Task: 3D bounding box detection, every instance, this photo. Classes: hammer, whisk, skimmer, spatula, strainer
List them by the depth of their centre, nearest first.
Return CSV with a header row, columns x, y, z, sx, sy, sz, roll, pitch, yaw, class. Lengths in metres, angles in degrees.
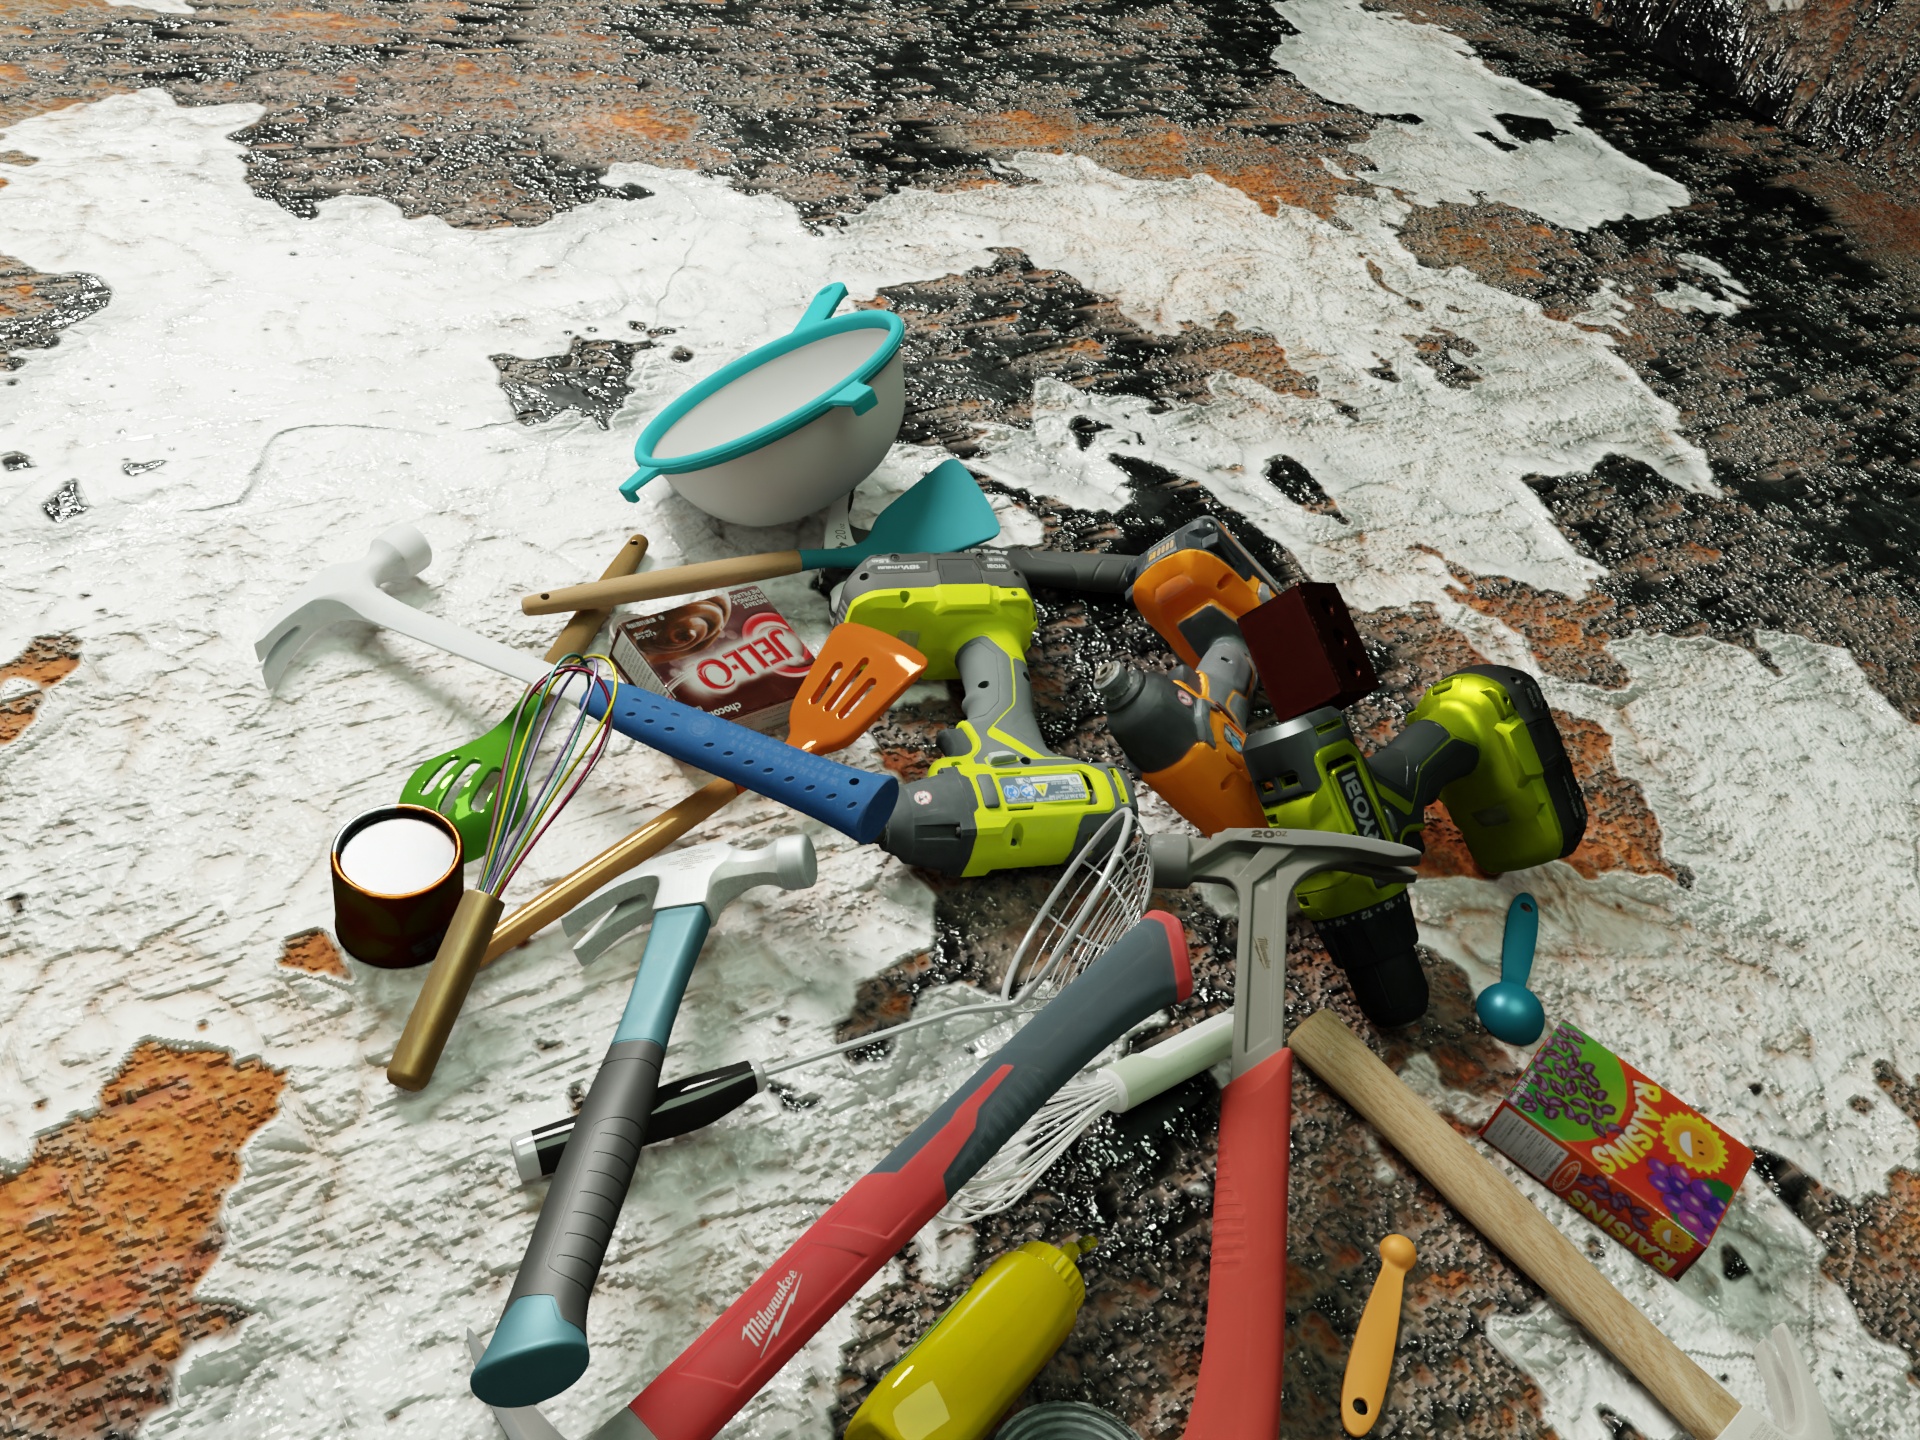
x,y,z,sx,sy,sz,roll,pitch,yaw,class
-0.036,0.207,0.739,0.143,0.038,0.386,38,60,23,hammer
-0.153,0.165,0.742,0.128,0.033,0.331,-9,31,11,hammer
0.157,0.211,0.796,0.149,0.036,0.359,3,53,10,hammer
-0.233,0.070,0.816,0.047,0.051,0.245,16,67,5,whisk
-0.058,0.137,0.826,0.363,0.127,0.090,-15,75,-21,skimmer
0.305,0.276,0.837,0.130,0.031,0.332,-24,56,-35,hammer
0.074,0.197,0.839,0.246,0.058,0.059,-16,95,-36,whisk
-0.153,0.043,0.907,0.081,0.041,0.322,26,48,38,spatula
-0.224,-0.014,0.918,0.406,0.035,0.144,20,43,20,hammer
-0.132,-0.111,1.055,0.317,0.044,0.082,-13,54,-22,spatula
0.061,-0.115,1.170,0.334,0.035,0.146,3,45,-15,hammer
-0.111,-0.236,1.189,0.211,0.095,0.341,-18,28,19,strainer

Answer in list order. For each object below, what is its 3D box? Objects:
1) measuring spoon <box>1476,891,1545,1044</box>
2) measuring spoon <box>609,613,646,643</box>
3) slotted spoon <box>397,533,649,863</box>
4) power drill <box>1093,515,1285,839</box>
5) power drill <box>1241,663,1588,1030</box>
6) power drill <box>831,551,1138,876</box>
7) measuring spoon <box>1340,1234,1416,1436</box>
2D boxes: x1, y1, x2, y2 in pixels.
x,y,z,sx,sy,sz,roll,pitch,yaw,class
0.351,0.147,0.992,0.042,0.021,0.129,23,44,7,measuring spoon
-0.185,-0.021,1.013,0.034,0.018,0.124,-20,60,-40,measuring spoon
-0.256,-0.029,0.987,0.070,0.031,0.314,15,41,3,slotted spoon
0.154,-0.033,1.038,0.164,0.084,0.227,41,36,-23,power drill
0.288,0.068,0.986,0.228,0.080,0.190,-19,87,-37,power drill
-0.002,-0.003,1.004,0.171,0.080,0.223,-2,49,-20,power drill
0.210,0.303,0.793,0.021,0.011,0.117,25,43,10,measuring spoon
